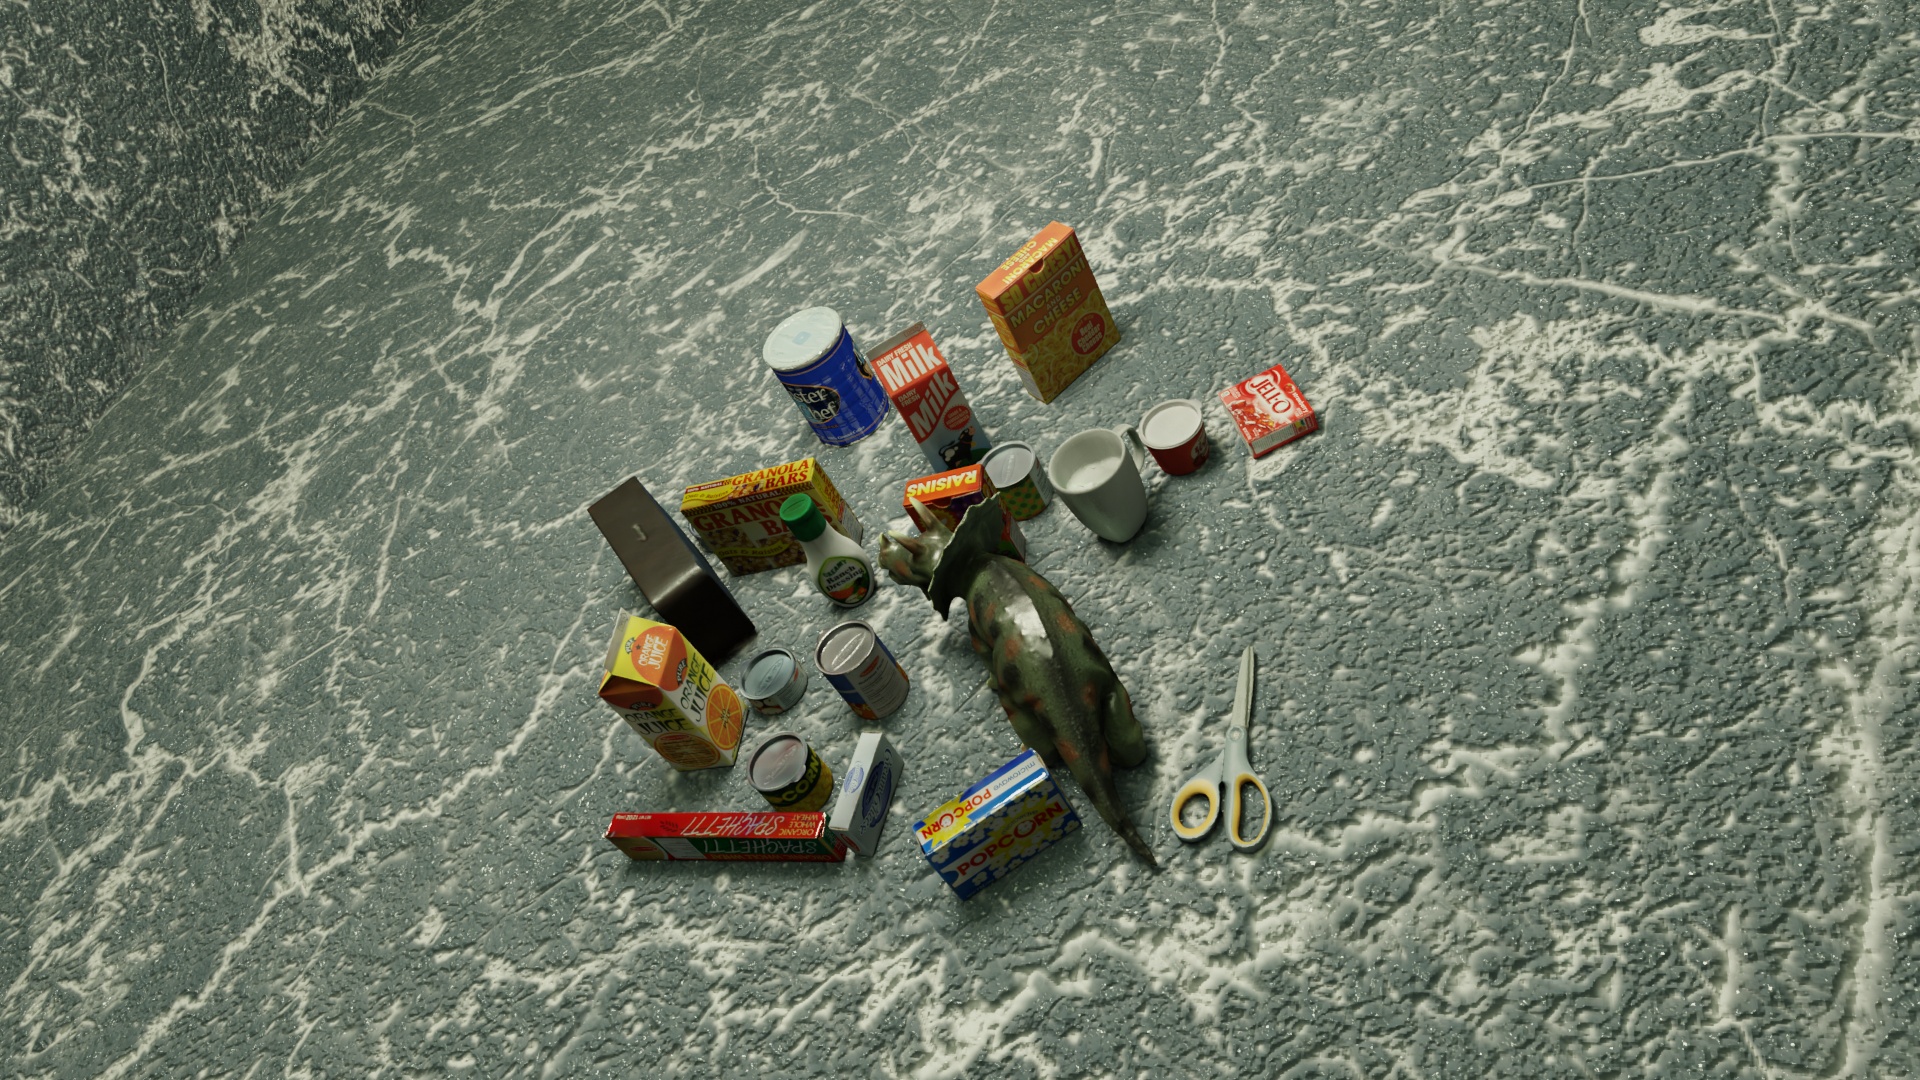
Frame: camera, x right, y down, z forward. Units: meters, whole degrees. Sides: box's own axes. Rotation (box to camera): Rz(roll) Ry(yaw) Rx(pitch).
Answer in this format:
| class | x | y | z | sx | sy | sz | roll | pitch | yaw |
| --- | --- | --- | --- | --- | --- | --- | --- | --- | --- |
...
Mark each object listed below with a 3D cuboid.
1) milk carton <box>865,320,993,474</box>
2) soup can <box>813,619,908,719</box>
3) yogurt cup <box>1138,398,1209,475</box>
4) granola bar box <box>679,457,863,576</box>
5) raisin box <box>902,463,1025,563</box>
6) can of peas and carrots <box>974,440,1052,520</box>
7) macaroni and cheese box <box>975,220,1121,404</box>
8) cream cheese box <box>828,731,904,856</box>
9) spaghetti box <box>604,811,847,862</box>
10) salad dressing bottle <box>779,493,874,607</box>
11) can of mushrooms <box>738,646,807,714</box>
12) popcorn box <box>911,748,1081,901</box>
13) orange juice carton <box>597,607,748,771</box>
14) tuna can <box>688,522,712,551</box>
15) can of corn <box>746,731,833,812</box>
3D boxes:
| class | x | y | z | sx | sy | sz | roll | pitch | yaw |
| --- | --- | --- | --- | --- | --- | --- | --- | --- | --- |
| milk carton | -0.036 | -0.157 | 1.531 | 0.072 | 0.189 | 0.074 | -31 | 43 | 1 |
| soup can | -0.099 | 0.128 | 1.382 | 0.071 | 0.083 | 0.072 | -16 | 45 | 17 |
| yogurt cup | 0.224 | -0.105 | 1.437 | 0.072 | 0.053 | 0.073 | -16 | 45 | 17 |
| granola bar box | -0.210 | -0.025 | 1.556 | 0.165 | 0.123 | 0.039 | -12 | 46 | 20 |
| raisin box | 0.005 | -0.018 | 1.429 | 0.086 | 0.123 | 0.040 | -12 | 46 | 20 |
| can of peas and carrots | 0.057 | -0.063 | 1.489 | 0.071 | 0.058 | 0.071 | -16 | 45 | 17 |
| macaroni and cheese box | 0.102 | -0.255 | 1.561 | 0.124 | 0.165 | 0.040 | -43 | 44 | -11 |
| cream cheese box | -0.087 | 0.236 | 1.297 | 0.024 | 0.053 | 0.104 | -3 | 50 | 28 |
| spaghetti box | -0.226 | 0.285 | 1.333 | 0.250 | 0.050 | 0.029 | -6 | 49 | 25 |
| salad dressing bottle | -0.142 | 0.011 | 1.467 | 0.064 | 0.147 | 0.044 | -29 | 43 | 3 |
| can of mushrooms | -0.198 | 0.147 | 1.457 | 0.071 | 0.033 | 0.071 | -16 | 45 | 16 |
| popcorn box | 0.032 | 0.246 | 1.198 | 0.127 | 0.085 | 0.038 | -33 | 43 | -1 |
| orange juice carton | -0.296 | 0.151 | 1.392 | 0.073 | 0.192 | 0.072 | -10 | 47 | 22 |
| tuna can | -0.289 | -0.022 | 1.665 | 0.071 | 0.032 | 0.071 | -16 | 45 | 16 |
| can of corn | -0.163 | 0.229 | 1.343 | 0.071 | 0.058 | 0.071 | -16 | 45 | 17 |
